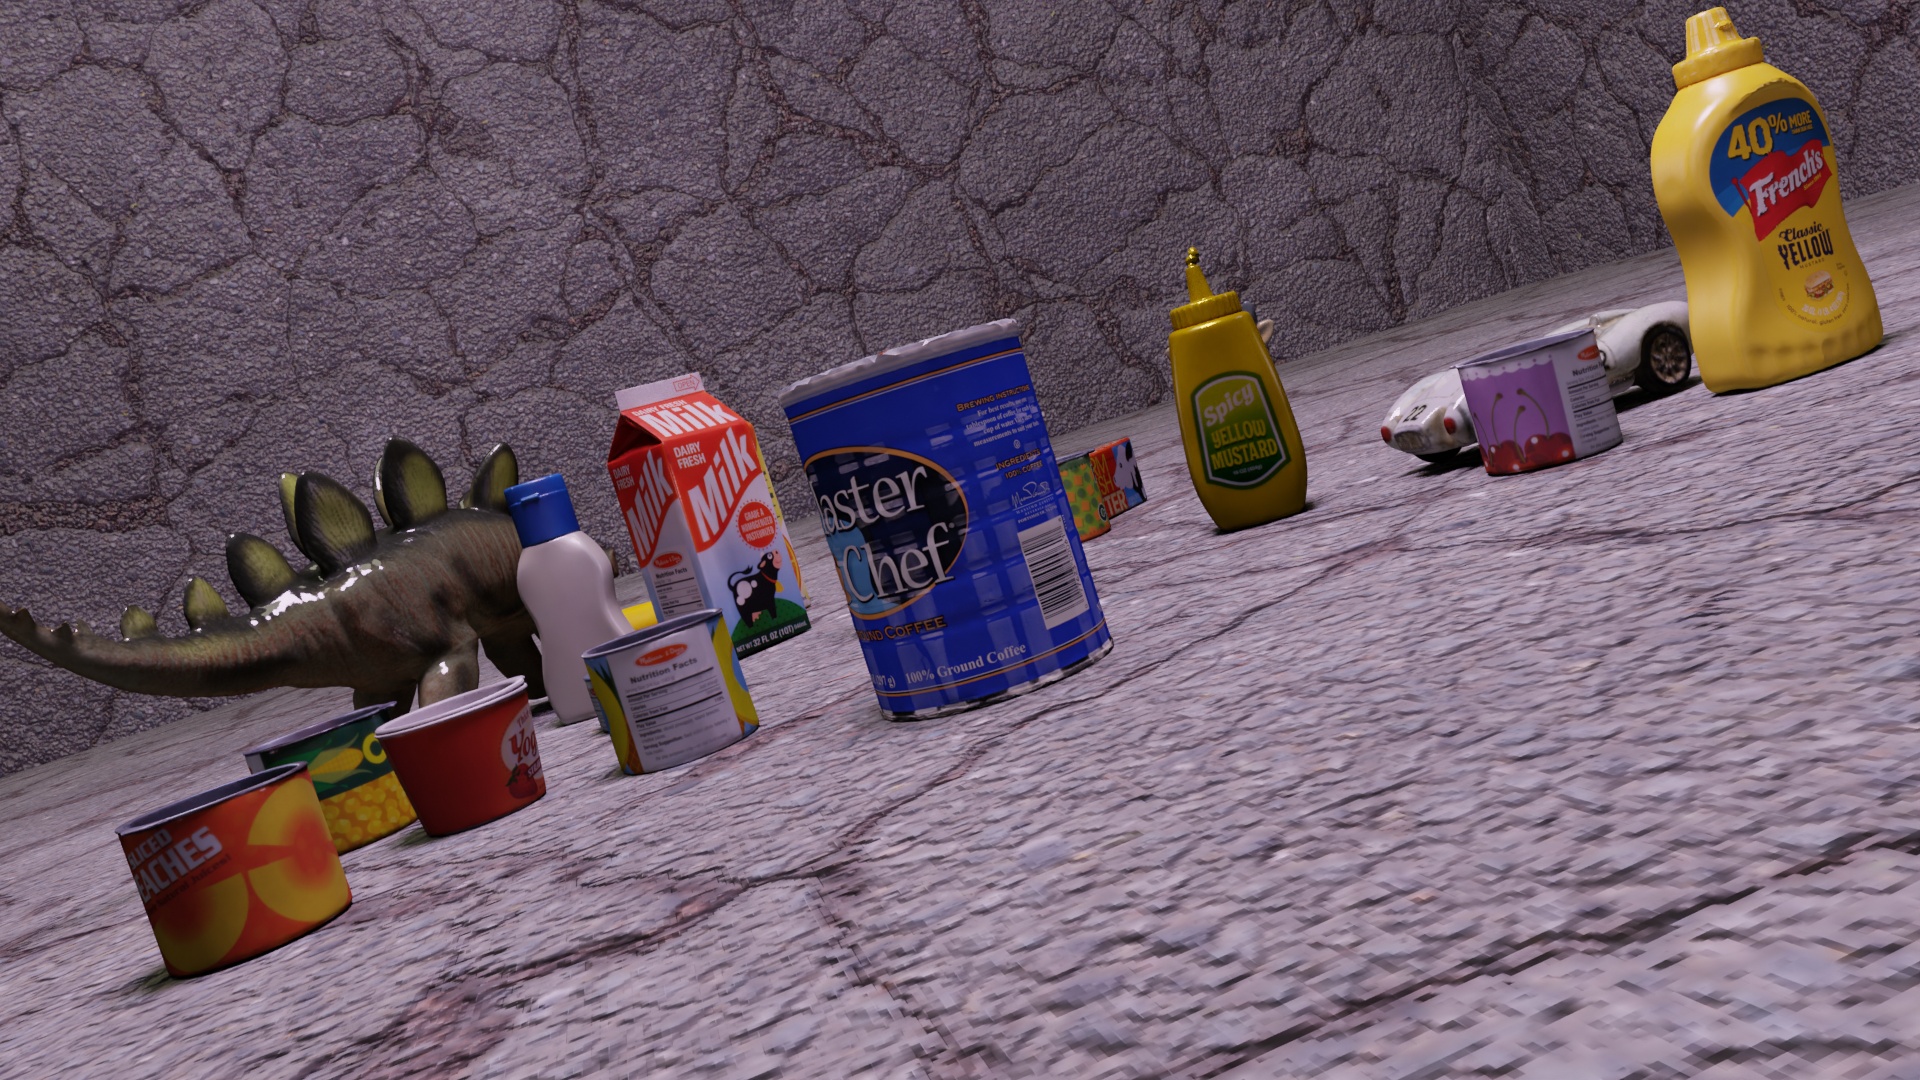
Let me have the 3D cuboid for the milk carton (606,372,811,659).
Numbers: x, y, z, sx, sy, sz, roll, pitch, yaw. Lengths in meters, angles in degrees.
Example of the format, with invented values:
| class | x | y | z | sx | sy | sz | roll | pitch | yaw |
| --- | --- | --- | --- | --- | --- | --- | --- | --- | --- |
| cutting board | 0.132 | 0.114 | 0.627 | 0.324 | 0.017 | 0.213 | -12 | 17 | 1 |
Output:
| class | x | y | z | sx | sy | sz | roll | pitch | yaw |
| --- | --- | --- | --- | --- | --- | --- | --- | --- | --- |
| milk carton | -0.175 | -0.016 | 0.935 | 0.073 | 0.190 | 0.072 | -13 | 6 | 45 |

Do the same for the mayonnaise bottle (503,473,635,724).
| class | x | y | z | sx | sy | sz | roll | pitch | yaw |
| --- | --- | --- | --- | --- | --- | --- | --- | --- | --- |
| mayonnaise bottle | -0.238 | 0.034 | 0.852 | 0.065 | 0.148 | 0.041 | -18 | 4 | -1 |

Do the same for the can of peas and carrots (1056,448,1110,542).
| class | x | y | z | sx | sy | sz | roll | pitch | yaw |
| --- | --- | --- | --- | --- | --- | --- | --- | --- | --- |
| can of peas and carrots | 0.069 | -0.027 | 0.980 | 0.071 | 0.058 | 0.071 | -17 | 5 | 2 |

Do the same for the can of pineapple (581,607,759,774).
| class | x | y | z | sx | sy | sz | roll | pitch | yaw |
| --- | --- | --- | --- | --- | --- | --- | --- | --- | --- |
| can of pineapple | -0.132 | 0.068 | 0.635 | 0.071 | 0.058 | 0.071 | -17 | 5 | 2 |

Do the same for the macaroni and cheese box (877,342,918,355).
| class | x | y | z | sx | sy | sz | roll | pitch | yaw |
| --- | --- | --- | --- | --- | --- | --- | --- | --- | --- |
| macaroni and cheese box | -0.041 | -0.054 | 1.029 | 0.040 | 0.166 | 0.123 | -20 | 5 | -30 |

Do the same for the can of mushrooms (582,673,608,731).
| class | x | y | z | sx | sy | sz | roll | pitch | yaw |
| --- | --- | --- | --- | --- | --- | --- | --- | --- | --- |
| can of mushrooms | -0.172 | 0.080 | 0.779 | 0.071 | 0.033 | 0.071 | -17 | 5 | 2 |

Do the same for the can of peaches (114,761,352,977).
| class | x | y | z | sx | sy | sz | roll | pitch | yaw |
| --- | --- | --- | --- | --- | --- | --- | --- | --- | --- |
| can of peaches | -0.271 | 0.122 | 0.517 | 0.071 | 0.058 | 0.071 | -17 | 5 | 2 |

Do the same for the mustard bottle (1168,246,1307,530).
| class | x | y | z | sx | sy | sz | roll | pitch | yaw |
| --- | --- | --- | --- | --- | --- | --- | --- | --- | --- |
| mustard bottle | 0.149 | -0.088 | 0.787 | 0.065 | 0.160 | 0.049 | -17 | 5 | 12 |

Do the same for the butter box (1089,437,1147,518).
| class | x | y | z | sx | sy | sz | roll | pitch | yaw |
| --- | --- | --- | --- | --- | --- | --- | --- | --- | --- |
| butter box | 0.105 | -0.042 | 1.058 | 0.024 | 0.053 | 0.104 | -14 | 6 | 36 |

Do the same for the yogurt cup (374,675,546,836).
| class | x | y | z | sx | sy | sz | roll | pitch | yaw |
| --- | --- | --- | --- | --- | --- | --- | --- | --- | --- |
| yogurt cup | -0.223 | 0.099 | 0.631 | 0.072 | 0.054 | 0.072 | -17 | 5 | 2 |

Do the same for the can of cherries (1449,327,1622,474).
| class | x | y | z | sx | sy | sz | roll | pitch | yaw |
| --- | --- | --- | --- | --- | --- | --- | --- | --- | --- |
| can of cherries | 0.287 | -0.069 | 0.694 | 0.071 | 0.058 | 0.071 | -17 | 5 | 2 |

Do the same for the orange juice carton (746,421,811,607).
| class | x | y | z | sx | sy | sz | roll | pitch | yaw |
| --- | --- | --- | --- | --- | --- | --- | --- | --- | --- |
| orange juice carton | -0.190 | -0.025 | 1.073 | 0.073 | 0.192 | 0.072 | -15 | 5 | 28 |

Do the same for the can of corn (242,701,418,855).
| class | x | y | z | sx | sy | sz | roll | pitch | yaw |
| --- | --- | --- | --- | --- | --- | --- | --- | --- | --- |
| can of corn | -0.300 | 0.117 | 0.673 | 0.071 | 0.058 | 0.071 | -17 | 5 | 2 |
